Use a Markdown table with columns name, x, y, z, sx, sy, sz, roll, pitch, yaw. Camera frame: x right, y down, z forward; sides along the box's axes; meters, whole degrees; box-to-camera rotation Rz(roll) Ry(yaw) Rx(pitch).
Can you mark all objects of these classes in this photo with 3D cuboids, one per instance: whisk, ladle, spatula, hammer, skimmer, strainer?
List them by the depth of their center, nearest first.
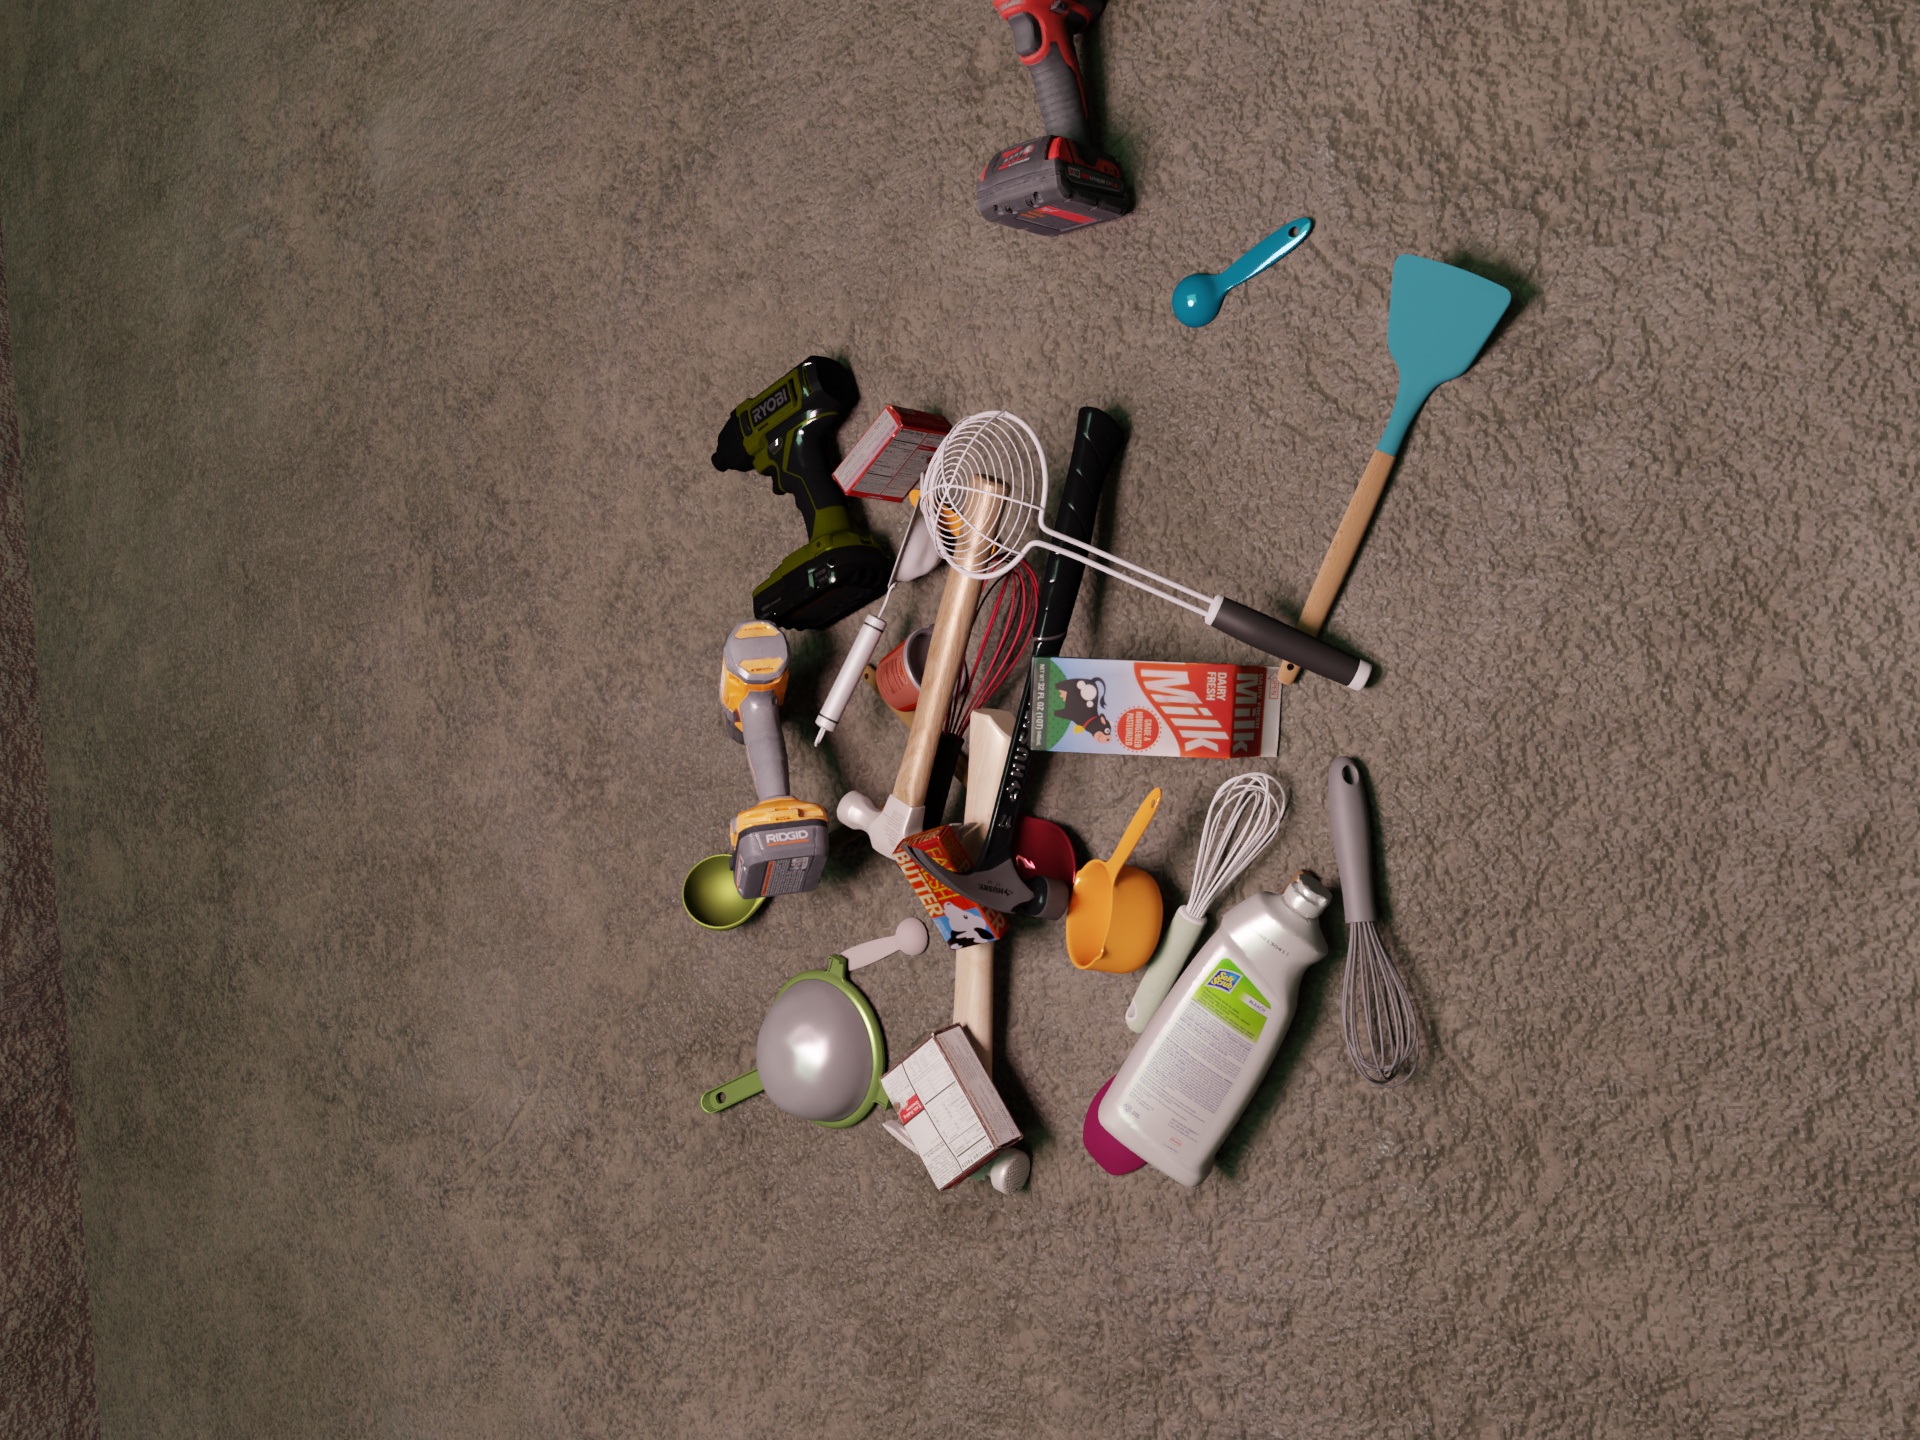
| name | x | y | z | sx | sy | sz | roll | pitch | yaw |
| --- | --- | --- | --- | --- | --- | --- | --- | --- | --- |
| spatula | 0.292 | -0.168 | 1.142 | 0.082 | 0.044 | 0.317 | 25 | 109 | 15 |
| whisk | 0.293 | 0.143 | 1.149 | 0.055 | 0.055 | 0.239 | -12 | 79 | 38 |
| skimmer | 0.137 | -0.116 | 1.195 | 0.363 | 0.090 | 0.127 | 25 | 111 | 3 |
| whisk | 0.185 | 0.145 | 1.238 | 0.058 | 0.059 | 0.246 | -108 | 37 | -61 |
| hammer | 0.062 | -0.051 | 1.270 | 0.036 | 0.149 | 0.409 | 8 | 83 | 59 |
| hammer | -0.014 | -0.037 | 1.301 | 0.130 | 0.031 | 0.331 | 29 | 112 | 37 |
| whisk | -0.002 | -0.004 | 1.351 | 0.073 | 0.073 | 0.295 | 28 | 107 | 35 |
| hammer | 0.005 | 0.191 | 1.360 | 0.146 | 0.038 | 0.410 | 13 | 105 | 39 |
| ladle | 0.003 | 0.048 | 1.391 | 0.316 | 0.031 | 0.069 | 46 | 118 | 31 |
| strainer | -0.069 | -0.092 | 1.401 | 0.050 | 0.087 | 0.258 | 26 | 92 | -1 |
| ladle | -0.141 | 0.118 | 1.491 | 0.320 | 0.062 | 0.078 | -29 | 59 | 33 |
| strainer | -0.183 | 0.335 | 1.518 | 0.256 | 0.069 | 0.151 | -31 | 73 | 35 |

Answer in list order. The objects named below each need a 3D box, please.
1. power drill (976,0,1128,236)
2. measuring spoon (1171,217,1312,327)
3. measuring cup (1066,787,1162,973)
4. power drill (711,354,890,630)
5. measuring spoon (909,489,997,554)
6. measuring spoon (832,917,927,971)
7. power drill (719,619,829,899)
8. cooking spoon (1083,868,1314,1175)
| name | x | y | z | sx | sy | sz | roll | pitch | yaw |
| --- | --- | --- | --- | --- | --- | --- | --- | --- | --- |
| power drill | 0.051 | -0.509 | 1.241 | 0.080 | 0.188 | 0.227 | -4 | 93 | 38 |
| measuring spoon | 0.211 | -0.347 | 1.216 | 0.128 | 0.021 | 0.042 | -30 | 73 | 37 |
| measuring cup | 0.139 | 0.124 | 1.240 | 0.095 | 0.052 | 0.173 | -103 | 32 | -53 |
| power drill | -0.155 | -0.204 | 1.485 | 0.171 | 0.080 | 0.223 | -26 | 71 | 37 |
| measuring spoon | -0.006 | -0.176 | 1.406 | 0.117 | 0.011 | 0.021 | 38 | 124 | 36 |
| measuring spoon | -0.079 | 0.212 | 1.466 | 0.124 | 0.018 | 0.034 | -26 | 75 | 37 |
| power drill | -0.180 | 0.045 | 1.453 | 0.185 | 0.084 | 0.226 | 115 | 147 | -63 |
| cooking spoon | 0.185 | 0.240 | 1.253 | 0.069 | 0.017 | 0.318 | 43 | 116 | 27 |
